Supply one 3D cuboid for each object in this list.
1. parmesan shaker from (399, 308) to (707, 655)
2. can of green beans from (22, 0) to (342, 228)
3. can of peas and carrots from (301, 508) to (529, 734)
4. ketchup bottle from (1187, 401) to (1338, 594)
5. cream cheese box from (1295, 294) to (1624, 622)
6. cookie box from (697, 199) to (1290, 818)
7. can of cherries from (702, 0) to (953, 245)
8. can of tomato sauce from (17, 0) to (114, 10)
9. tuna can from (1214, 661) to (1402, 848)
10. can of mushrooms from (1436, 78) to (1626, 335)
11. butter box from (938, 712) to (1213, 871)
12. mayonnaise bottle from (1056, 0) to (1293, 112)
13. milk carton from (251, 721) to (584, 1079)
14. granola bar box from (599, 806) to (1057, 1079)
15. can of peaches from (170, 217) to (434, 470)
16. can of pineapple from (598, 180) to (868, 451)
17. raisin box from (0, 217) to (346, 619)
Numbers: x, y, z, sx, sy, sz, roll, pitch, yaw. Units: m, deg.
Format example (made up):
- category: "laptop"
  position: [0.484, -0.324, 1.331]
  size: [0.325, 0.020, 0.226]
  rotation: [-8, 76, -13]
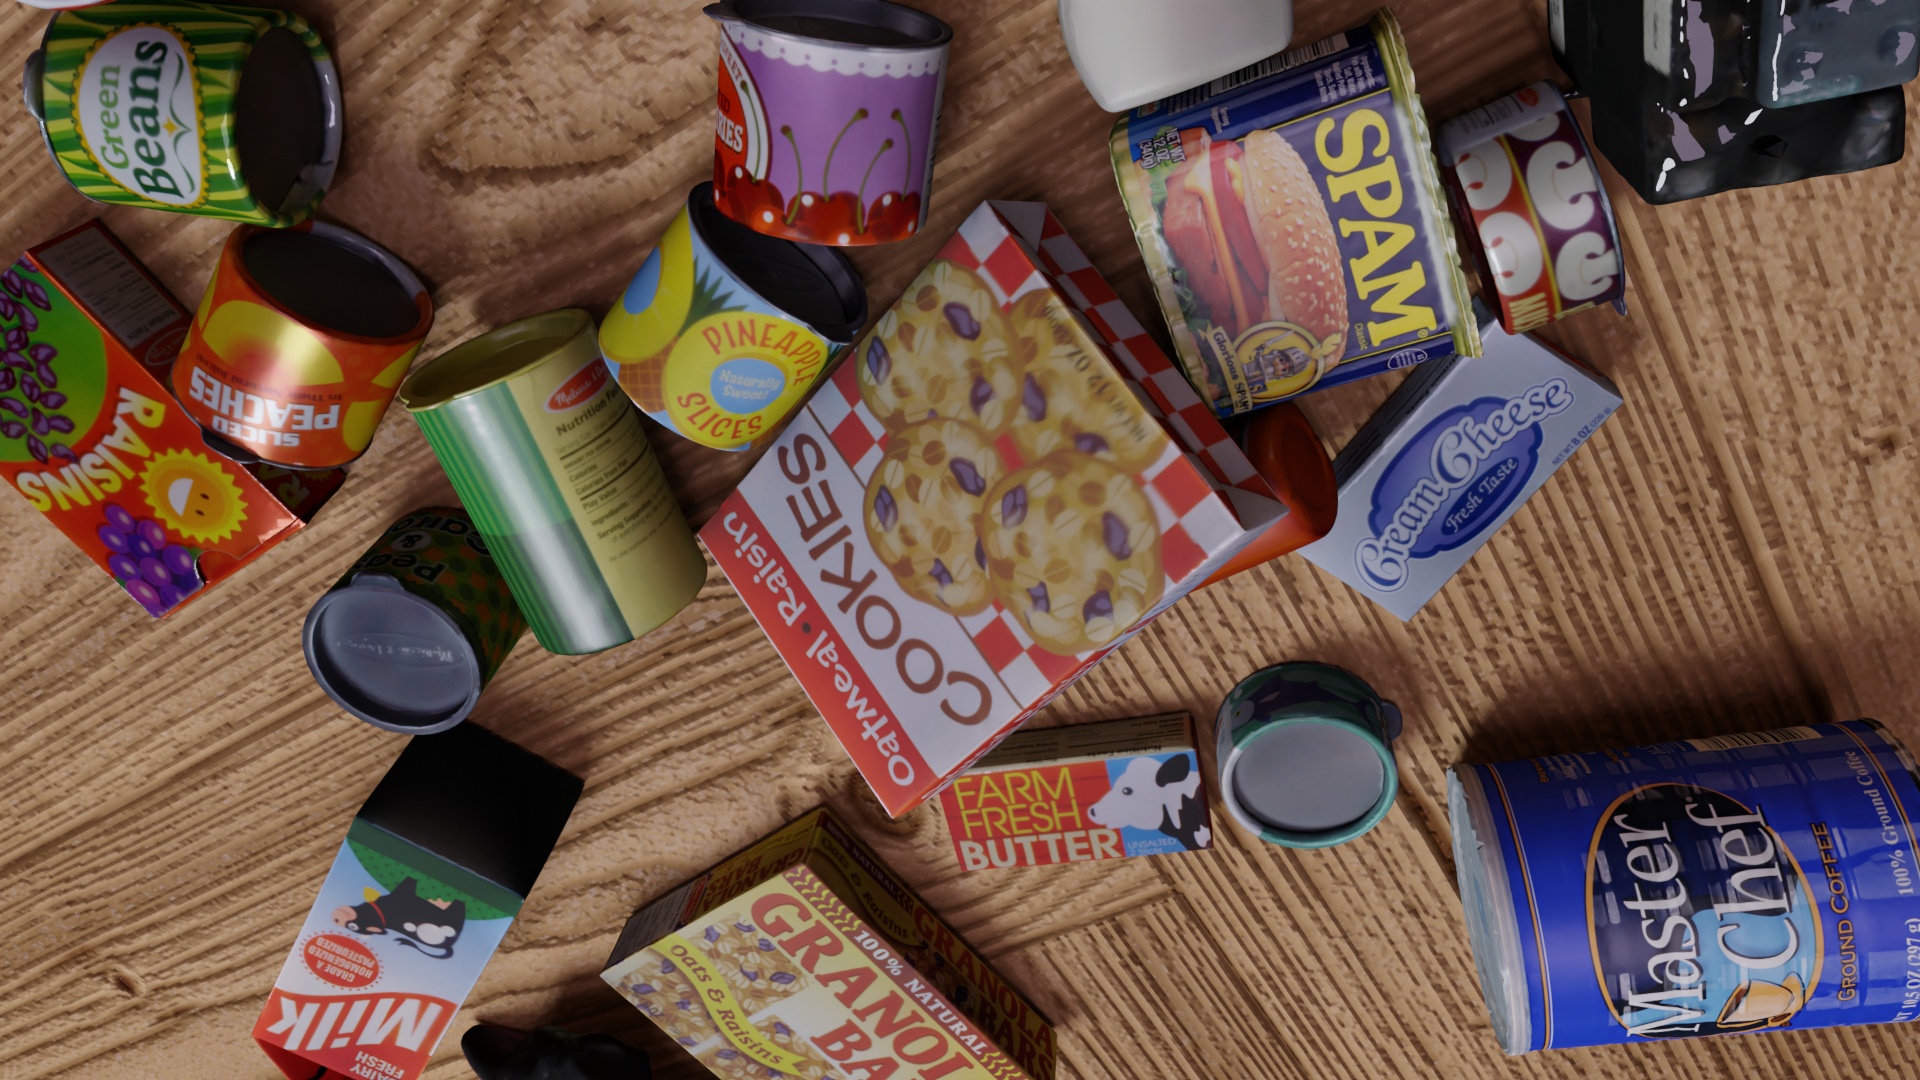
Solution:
- category: "parmesan shaker"
  position: [-0.139, -0.018, 0.479]
  size: [0.071, 0.072, 0.102]
  rotation: [-12, 118, 14]
- category: "can of green beans"
  position: [-0.234, -0.133, 0.427]
  size: [0.058, 0.071, 0.071]
  rotation: [9, 121, 2]
- category: "can of peas and carrots"
  position: [-0.200, 0.027, 0.520]
  size: [0.071, 0.059, 0.070]
  rotation: [3, 120, 5]
- category: "ketchup bottle"
  position: [0.053, 0.005, 0.475]
  size: [0.148, 0.065, 0.043]
  rotation: [-27, 101, 30]
- category: "cream cheese box"
  position: [0.161, -0.025, 0.463]
  size: [0.053, 0.024, 0.103]
  rotation: [31, 119, -9]
- category: "cookie box"
  position: [0.002, -0.006, 0.446]
  size: [0.166, 0.040, 0.123]
  rotation: [-44, 75, 33]
- category: "can of cherries"
  position: [-0.041, -0.125, 0.406]
  size: [0.071, 0.072, 0.058]
  rotation: [11, 122, 1]
- category: "can of tomato sauce"
  position: [-0.233, -0.186, 0.386]
  size: [0.071, 0.083, 0.070]
  rotation: [3, 120, 6]
- category: "tuna can"
  position: [0.132, 0.082, 0.524]
  size: [0.071, 0.033, 0.070]
  rotation: [3, 121, 6]
- category: "can of mushrooms"
  position: [0.164, -0.092, 0.398]
  size: [0.033, 0.071, 0.071]
  rotation: [-20, 116, 18]
- category: "butter box"
  position: [0.045, 0.101, 0.551]
  size: [0.103, 0.024, 0.053]
  rotation: [-8, 118, 12]
- category: "mayonnaise bottle"
  position: [0.041, -0.196, 0.371]
  size: [0.064, 0.041, 0.147]
  rotation: [-17, 115, 16]
- category: "milk carton"
  position: [-0.241, 0.171, 0.601]
  size: [0.073, 0.073, 0.189]
  rotation: [30, 119, -10]
- category: "granola bar box"
  position: [-0.055, 0.206, 0.616]
  size: [0.124, 0.039, 0.165]
  rotation: [-33, 111, 24]
- category: "can of peaches"
  position: [-0.219, -0.065, 0.462]
  size: [0.071, 0.071, 0.057]
  rotation: [34, 117, -12]
- category: "can of pineapple"
  position: [-0.072, -0.069, 0.441]
  size: [0.071, 0.071, 0.057]
  rotation: [36, 119, -13]
- category: "raisin box"
  position: [-0.302, -0.041, 0.506]
  size: [0.086, 0.040, 0.123]
  rotation: [-29, 113, 21]
